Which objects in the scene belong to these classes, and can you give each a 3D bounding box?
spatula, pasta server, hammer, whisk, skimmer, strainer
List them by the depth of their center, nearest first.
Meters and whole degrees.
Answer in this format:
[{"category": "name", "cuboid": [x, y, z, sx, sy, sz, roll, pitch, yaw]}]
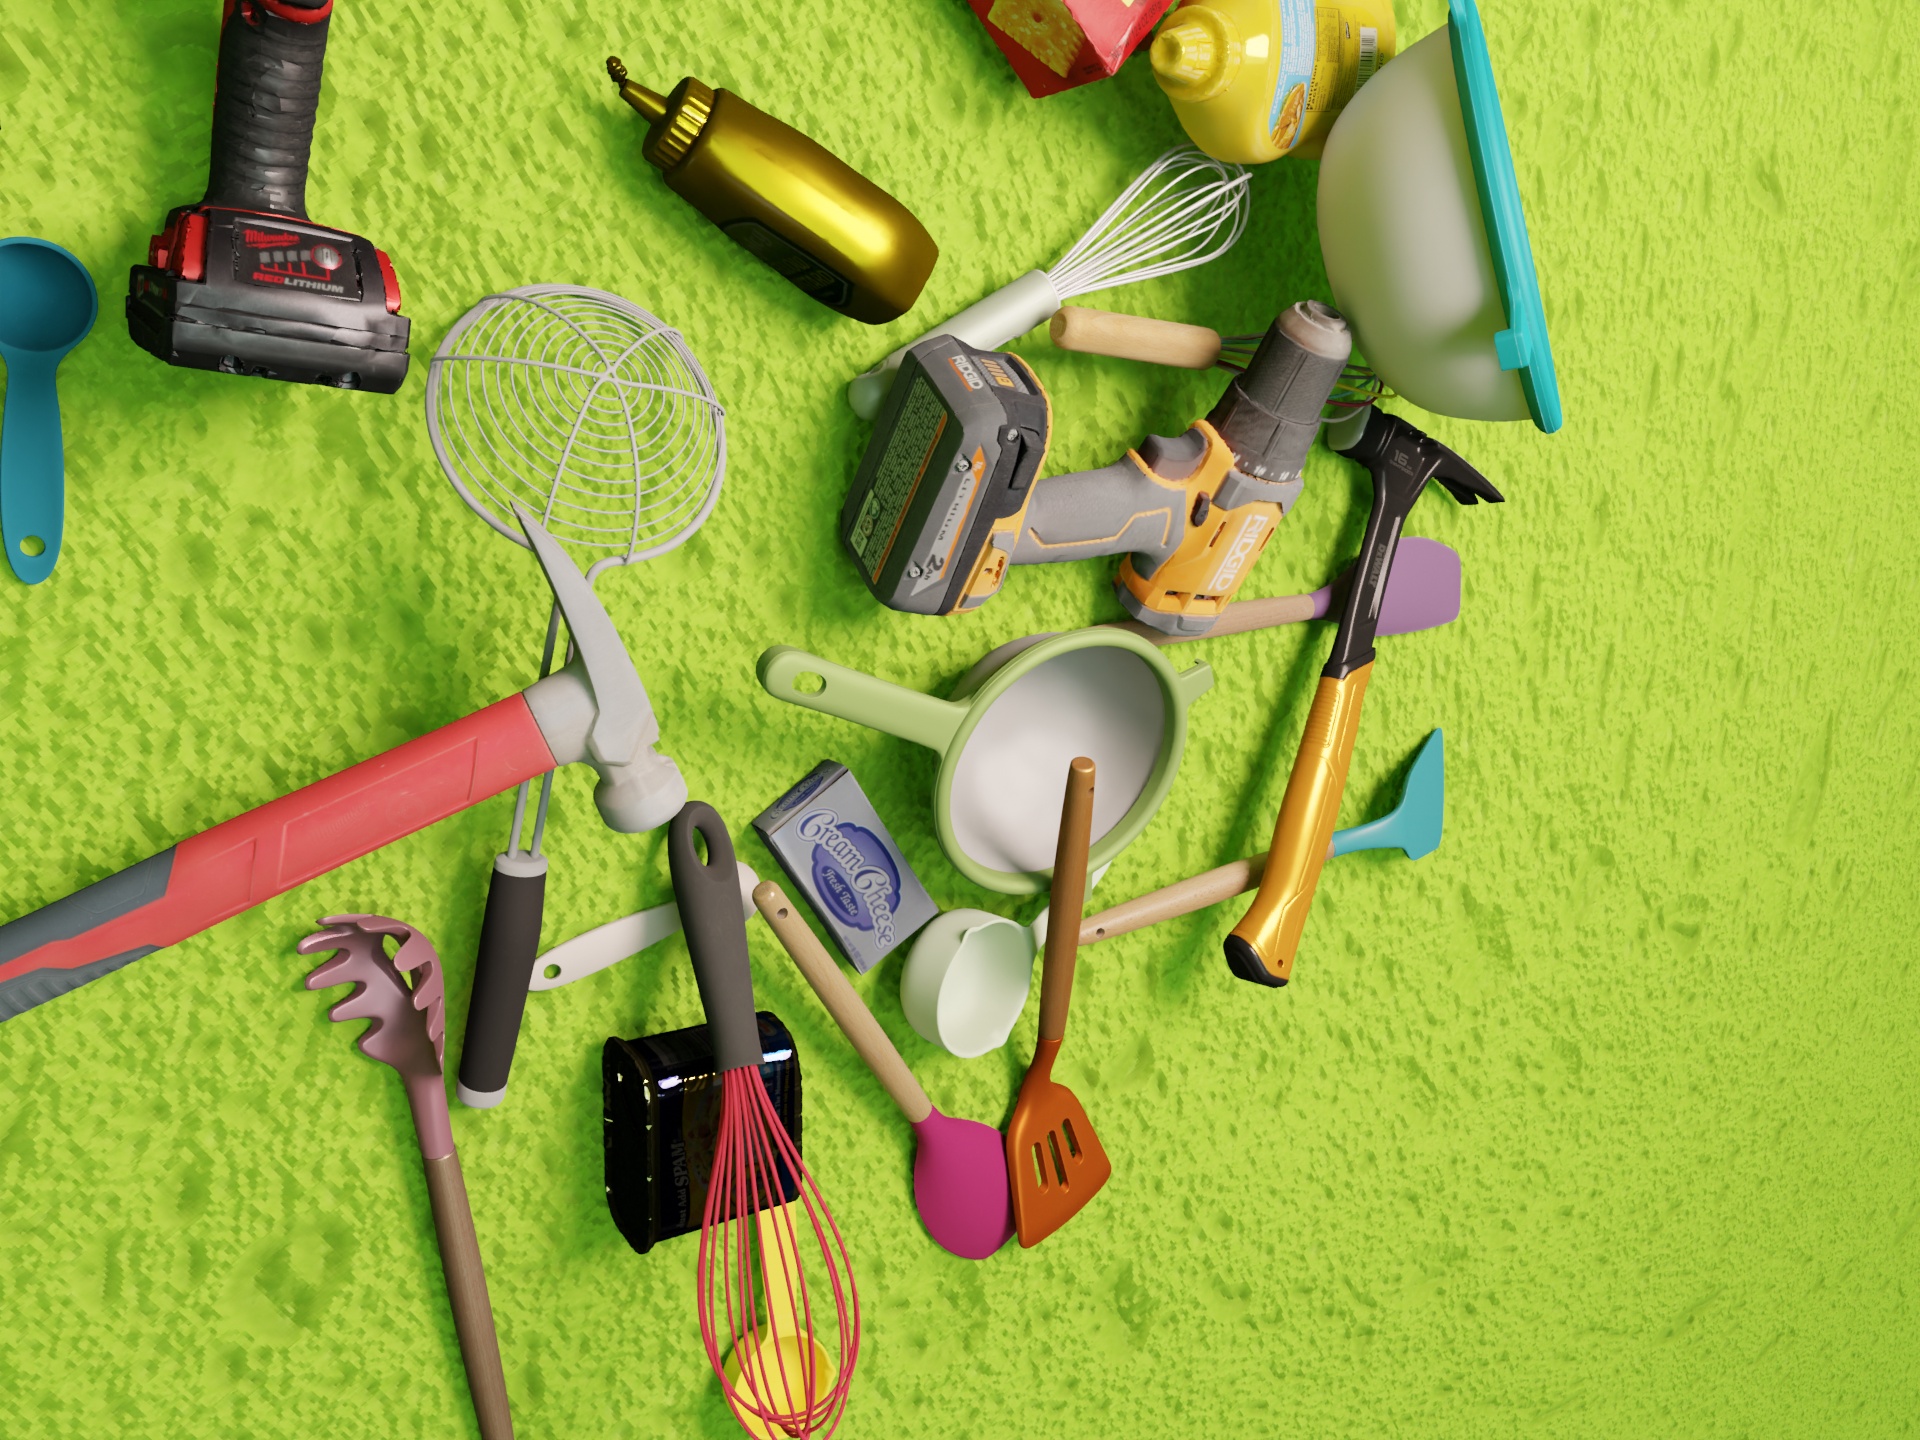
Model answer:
[{"category": "hammer", "cuboid": [-0.304, 0.054, 0.599, 0.386, 0.038, 0.143, -26, 120, -13]}, {"category": "skimmer", "cuboid": [-0.189, -0.004, 0.703, 0.127, 0.090, 0.363, 5, 110, -28]}, {"category": "whisk", "cuboid": [-0.097, 0.178, 0.722, 0.073, 0.073, 0.296, -3, 72, -31]}, {"category": "pasta server", "cuboid": [-0.240, 0.224, 0.728, 0.040, 0.060, 0.316, -42, 133, -59]}, {"category": "whisk", "cuboid": [0.048, -0.214, 0.784, 0.246, 0.058, 0.059, -34, 111, -15]}, {"category": "strainer", "cuboid": [-0.001, -0.003, 0.789, 0.256, 0.069, 0.151, 18, 106, -38]}, {"category": "whisk", "cuboid": [0.147, -0.191, 0.830, 0.245, 0.051, 0.047, -2, 64, -37]}, {"category": "strainer", "cuboid": [0.256, -0.232, 0.849, 0.340, 0.095, 0.211, 10, 71, -67]}, {"category": "spatula", "cuboid": [0.058, 0.155, 0.859, 0.081, 0.041, 0.322, -28, 136, -37]}, {"category": "hammer", "cuboid": [0.224, -0.008, 0.925, 0.127, 0.034, 0.337, 22, 82, -31]}, {"category": "spatula", "cuboid": [0.182, -0.065, 0.925, 0.316, 0.018, 0.059, -11, 104, -30]}, {"category": "spatula", "cuboid": [0.193, 0.081, 0.957, 0.317, 0.044, 0.082, -15, 110, -27]}]

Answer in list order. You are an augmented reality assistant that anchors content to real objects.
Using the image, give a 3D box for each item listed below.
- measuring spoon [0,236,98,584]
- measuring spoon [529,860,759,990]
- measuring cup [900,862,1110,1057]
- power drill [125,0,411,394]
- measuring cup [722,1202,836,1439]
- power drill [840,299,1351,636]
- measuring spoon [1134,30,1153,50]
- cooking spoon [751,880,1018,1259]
[{"category": "measuring spoon", "cuboid": [-0.344, -0.114, 0.588, 0.042, 0.021, 0.128, -1, 113, -33]}, {"category": "measuring spoon", "cuboid": [-0.150, 0.103, 0.762, 0.124, 0.018, 0.034, -22, 114, -25]}, {"category": "measuring cup", "cuboid": [0.028, 0.112, 0.872, 0.167, 0.038, 0.083, -43, 131, -35]}, {"category": "power drill", "cuboid": [-0.232, -0.231, 0.548, 0.078, 0.143, 0.219, 1, 105, -35]}, {"category": "measuring cup", "cuboid": [-0.102, 0.302, 0.848, 0.062, 0.029, 0.156, -4, 93, -31]}, {"category": "power drill", "cuboid": [0.075, -0.128, 0.769, 0.226, 0.084, 0.185, 1, 133, -33]}, {"category": "measuring spoon", "cuboid": [0.050, -0.352, 0.772, 0.116, 0.011, 0.021, 11, 90, -37]}, {"category": "cooking spoon", "cuboid": [-0.032, 0.193, 0.845, 0.069, 0.017, 0.318, -41, 127, -16]}]
